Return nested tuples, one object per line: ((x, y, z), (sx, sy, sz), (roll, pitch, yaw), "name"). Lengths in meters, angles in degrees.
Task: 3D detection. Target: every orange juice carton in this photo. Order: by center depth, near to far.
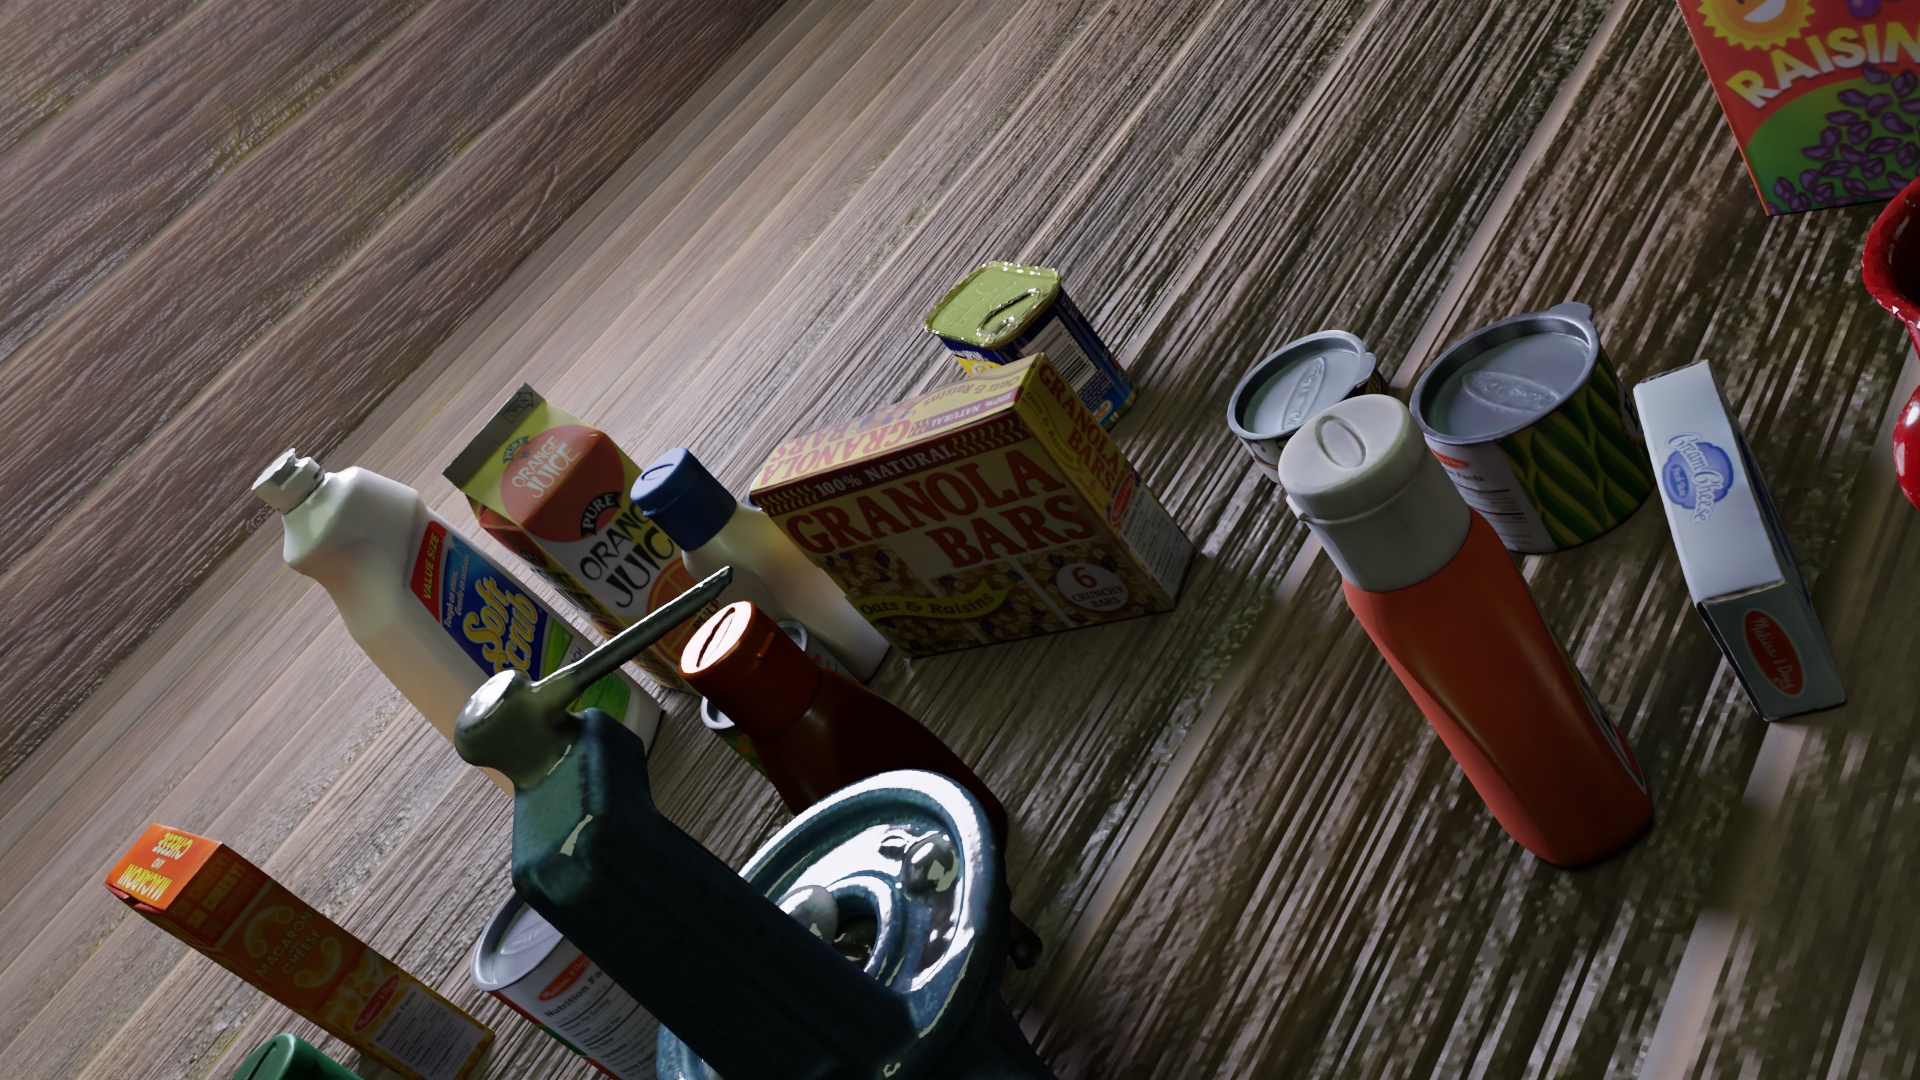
((-0.204, 0.002, 0.800), (0.073, 0.192, 0.072), (2, 50, 53), "orange juice carton")

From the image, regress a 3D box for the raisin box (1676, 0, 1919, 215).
((0.312, -0.178, 0.487), (0.086, 0.123, 0.040), (5, 52, 54), "raisin box")

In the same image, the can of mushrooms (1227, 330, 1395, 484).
((0.155, -0.058, 0.606), (0.071, 0.033, 0.071), (-30, 29, 19), "can of mushrooms")

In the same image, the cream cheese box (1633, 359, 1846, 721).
((0.229, -0.002, 0.412), (0.024, 0.053, 0.104), (-23, 32, 31), "cream cheese box")

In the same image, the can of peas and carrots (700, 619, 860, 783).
((-0.084, 0.082, 0.676), (0.071, 0.058, 0.071), (-31, 29, 19), "can of peas and carrots")

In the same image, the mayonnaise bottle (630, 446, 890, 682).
((-0.101, 0.016, 0.698), (0.064, 0.147, 0.041), (-9, 41, 46), "mayonnaise bottle")

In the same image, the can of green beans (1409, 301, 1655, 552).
((0.203, -0.038, 0.491), (0.071, 0.057, 0.071), (-31, 29, 19), "can of green beans")

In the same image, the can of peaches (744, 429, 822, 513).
((-0.086, -0.021, 0.831), (0.071, 0.058, 0.071), (-31, 29, 19), "can of peaches")

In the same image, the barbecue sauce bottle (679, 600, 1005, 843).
((-0.043, 0.083, 0.526), (0.043, 0.148, 0.065), (-16, 37, 40), "barbecue sauce bottle")

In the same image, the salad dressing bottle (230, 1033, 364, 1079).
((-0.198, 0.233, 0.505), (0.044, 0.147, 0.064), (-25, 31, 29), "salad dressing bottle")

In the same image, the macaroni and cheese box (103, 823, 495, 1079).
((-0.327, 0.207, 0.684), (0.123, 0.166, 0.040), (-7, 43, 47), "macaroni and cheese box")

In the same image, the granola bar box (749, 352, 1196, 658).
((0.002, -0.008, 0.628), (0.165, 0.124, 0.039), (-15, 37, 41), "granola bar box")

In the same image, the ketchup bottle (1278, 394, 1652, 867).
((0.138, 0.025, 0.383), (0.043, 0.148, 0.065), (-35, 28, 13), "ketchup bottle")

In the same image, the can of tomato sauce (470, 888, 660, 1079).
((-0.153, 0.182, 0.593), (0.071, 0.083, 0.071), (-31, 29, 19), "can of tomato sauce")
